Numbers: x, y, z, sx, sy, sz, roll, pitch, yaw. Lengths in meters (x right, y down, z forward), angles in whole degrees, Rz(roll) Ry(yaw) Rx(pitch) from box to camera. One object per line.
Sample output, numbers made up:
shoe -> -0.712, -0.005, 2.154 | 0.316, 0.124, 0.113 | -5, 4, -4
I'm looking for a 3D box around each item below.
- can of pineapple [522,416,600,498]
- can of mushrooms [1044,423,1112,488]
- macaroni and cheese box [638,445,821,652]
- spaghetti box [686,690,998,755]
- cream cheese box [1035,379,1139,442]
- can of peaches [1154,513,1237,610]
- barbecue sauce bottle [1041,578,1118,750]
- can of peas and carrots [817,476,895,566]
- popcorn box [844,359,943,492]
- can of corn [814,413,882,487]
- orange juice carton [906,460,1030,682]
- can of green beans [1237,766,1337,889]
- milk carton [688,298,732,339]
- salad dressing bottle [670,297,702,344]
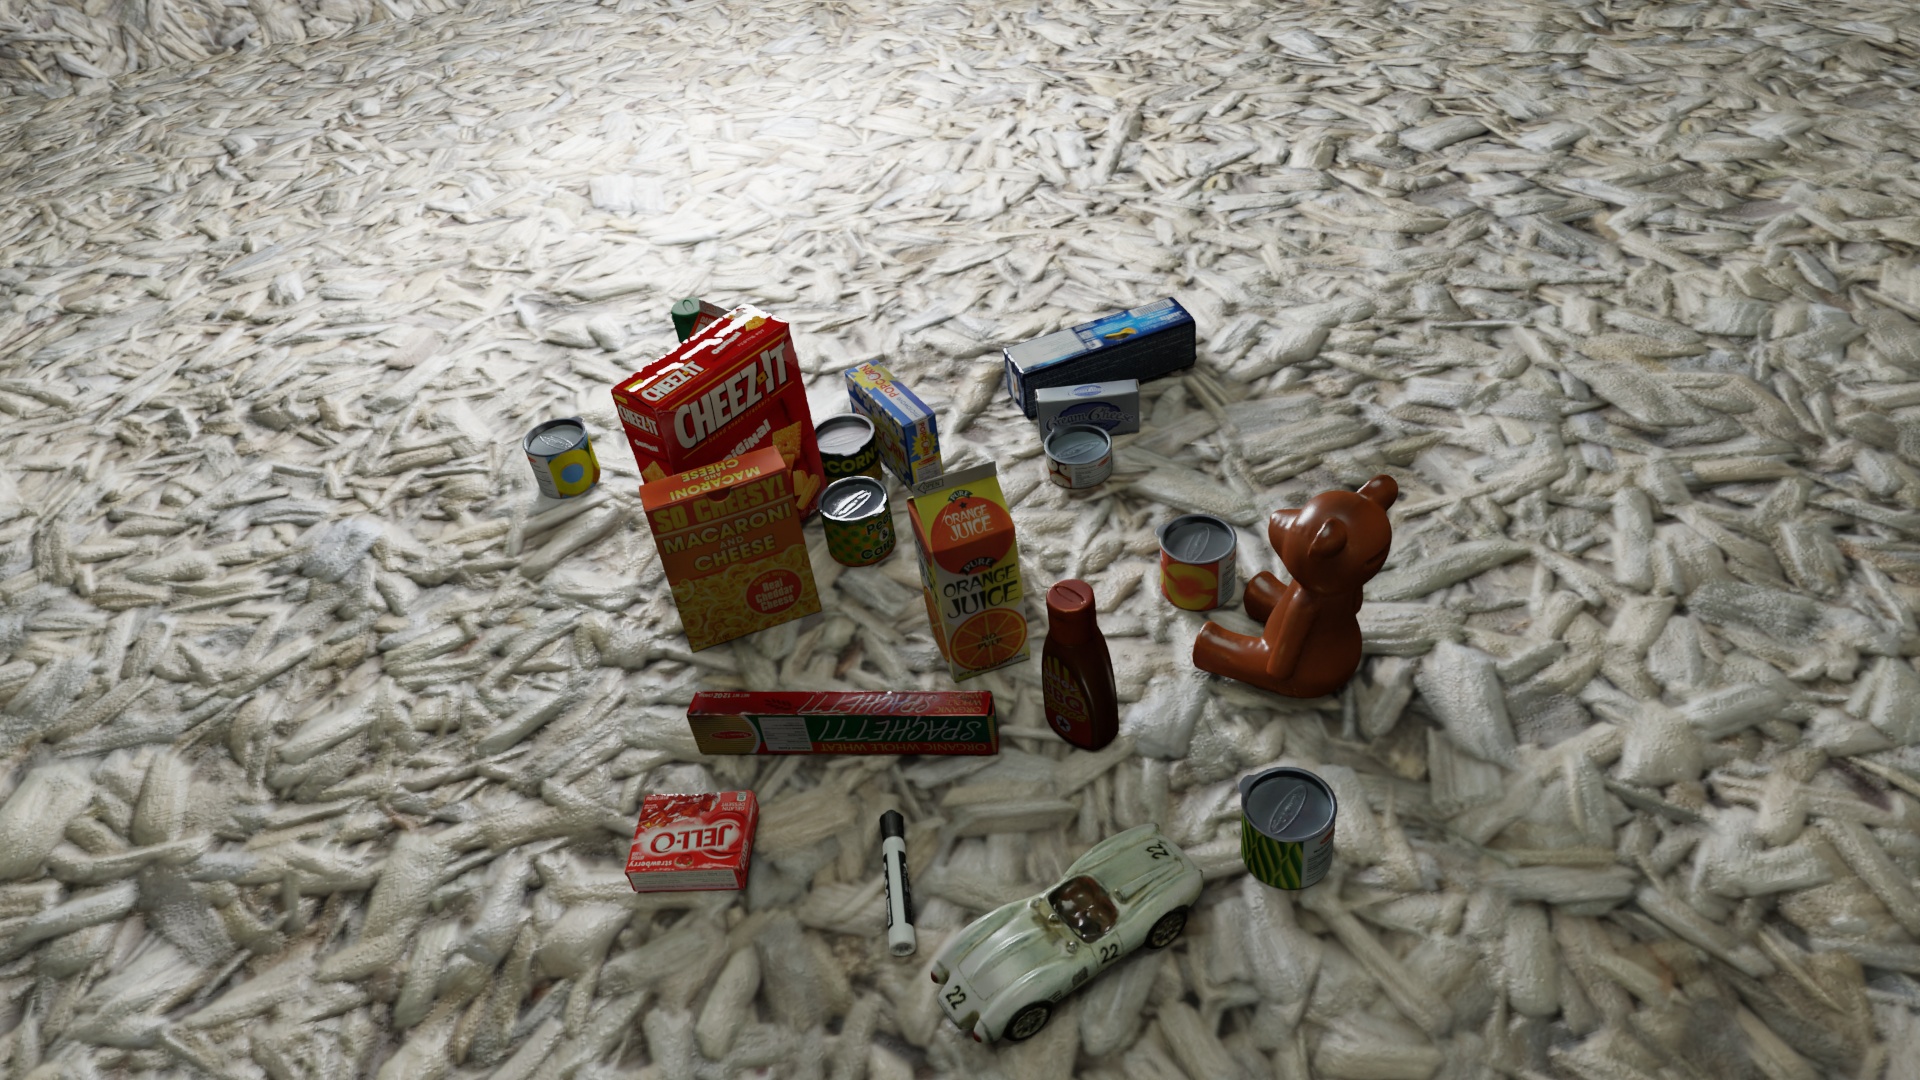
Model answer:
can of pineapple -> -0.411, -0.086, 1.441 | 0.071, 0.057, 0.071 | -5, 41, 4
can of mushrooms -> 0.116, -0.084, 1.367 | 0.071, 0.033, 0.071 | -5, 41, 4
macaroni and cheese box -> -0.197, 0.009, 1.210 | 0.124, 0.165, 0.040 | -18, 41, -11
spaghetti box -> -0.093, 0.148, 1.121 | 0.250, 0.050, 0.029 | -1, 41, 8
cream cheese box -> 0.129, -0.131, 1.403 | 0.104, 0.053, 0.024 | -5, 40, 4
can of peaches -> 0.205, 0.019, 1.213 | 0.071, 0.057, 0.071 | -5, 41, 4
barbecue sauce bottle -> 0.090, 0.095, 1.075 | 0.044, 0.147, 0.065 | -35, 47, -28
can of peas and carrots -> -0.095, -0.017, 1.306 | 0.071, 0.058, 0.071 | -5, 41, 4
popcorn box -> -0.066, -0.115, 1.394 | 0.038, 0.084, 0.127 | -26, 43, -19
can of corn -> -0.113, -0.083, 1.385 | 0.071, 0.058, 0.071 | -5, 41, 4
orange juice carton -> 0.006, 0.018, 1.144 | 0.072, 0.191, 0.073 | -17, 41, -9
can of green beans -> 0.233, 0.205, 0.991 | 0.071, 0.057, 0.071 | -5, 41, 4
milk carton -> -0.214, -0.150, 1.379 | 0.072, 0.189, 0.074 | 22, 49, 31
salad dressing bottle -> -0.269, -0.183, 1.461 | 0.044, 0.146, 0.064 | -18, 41, -11
